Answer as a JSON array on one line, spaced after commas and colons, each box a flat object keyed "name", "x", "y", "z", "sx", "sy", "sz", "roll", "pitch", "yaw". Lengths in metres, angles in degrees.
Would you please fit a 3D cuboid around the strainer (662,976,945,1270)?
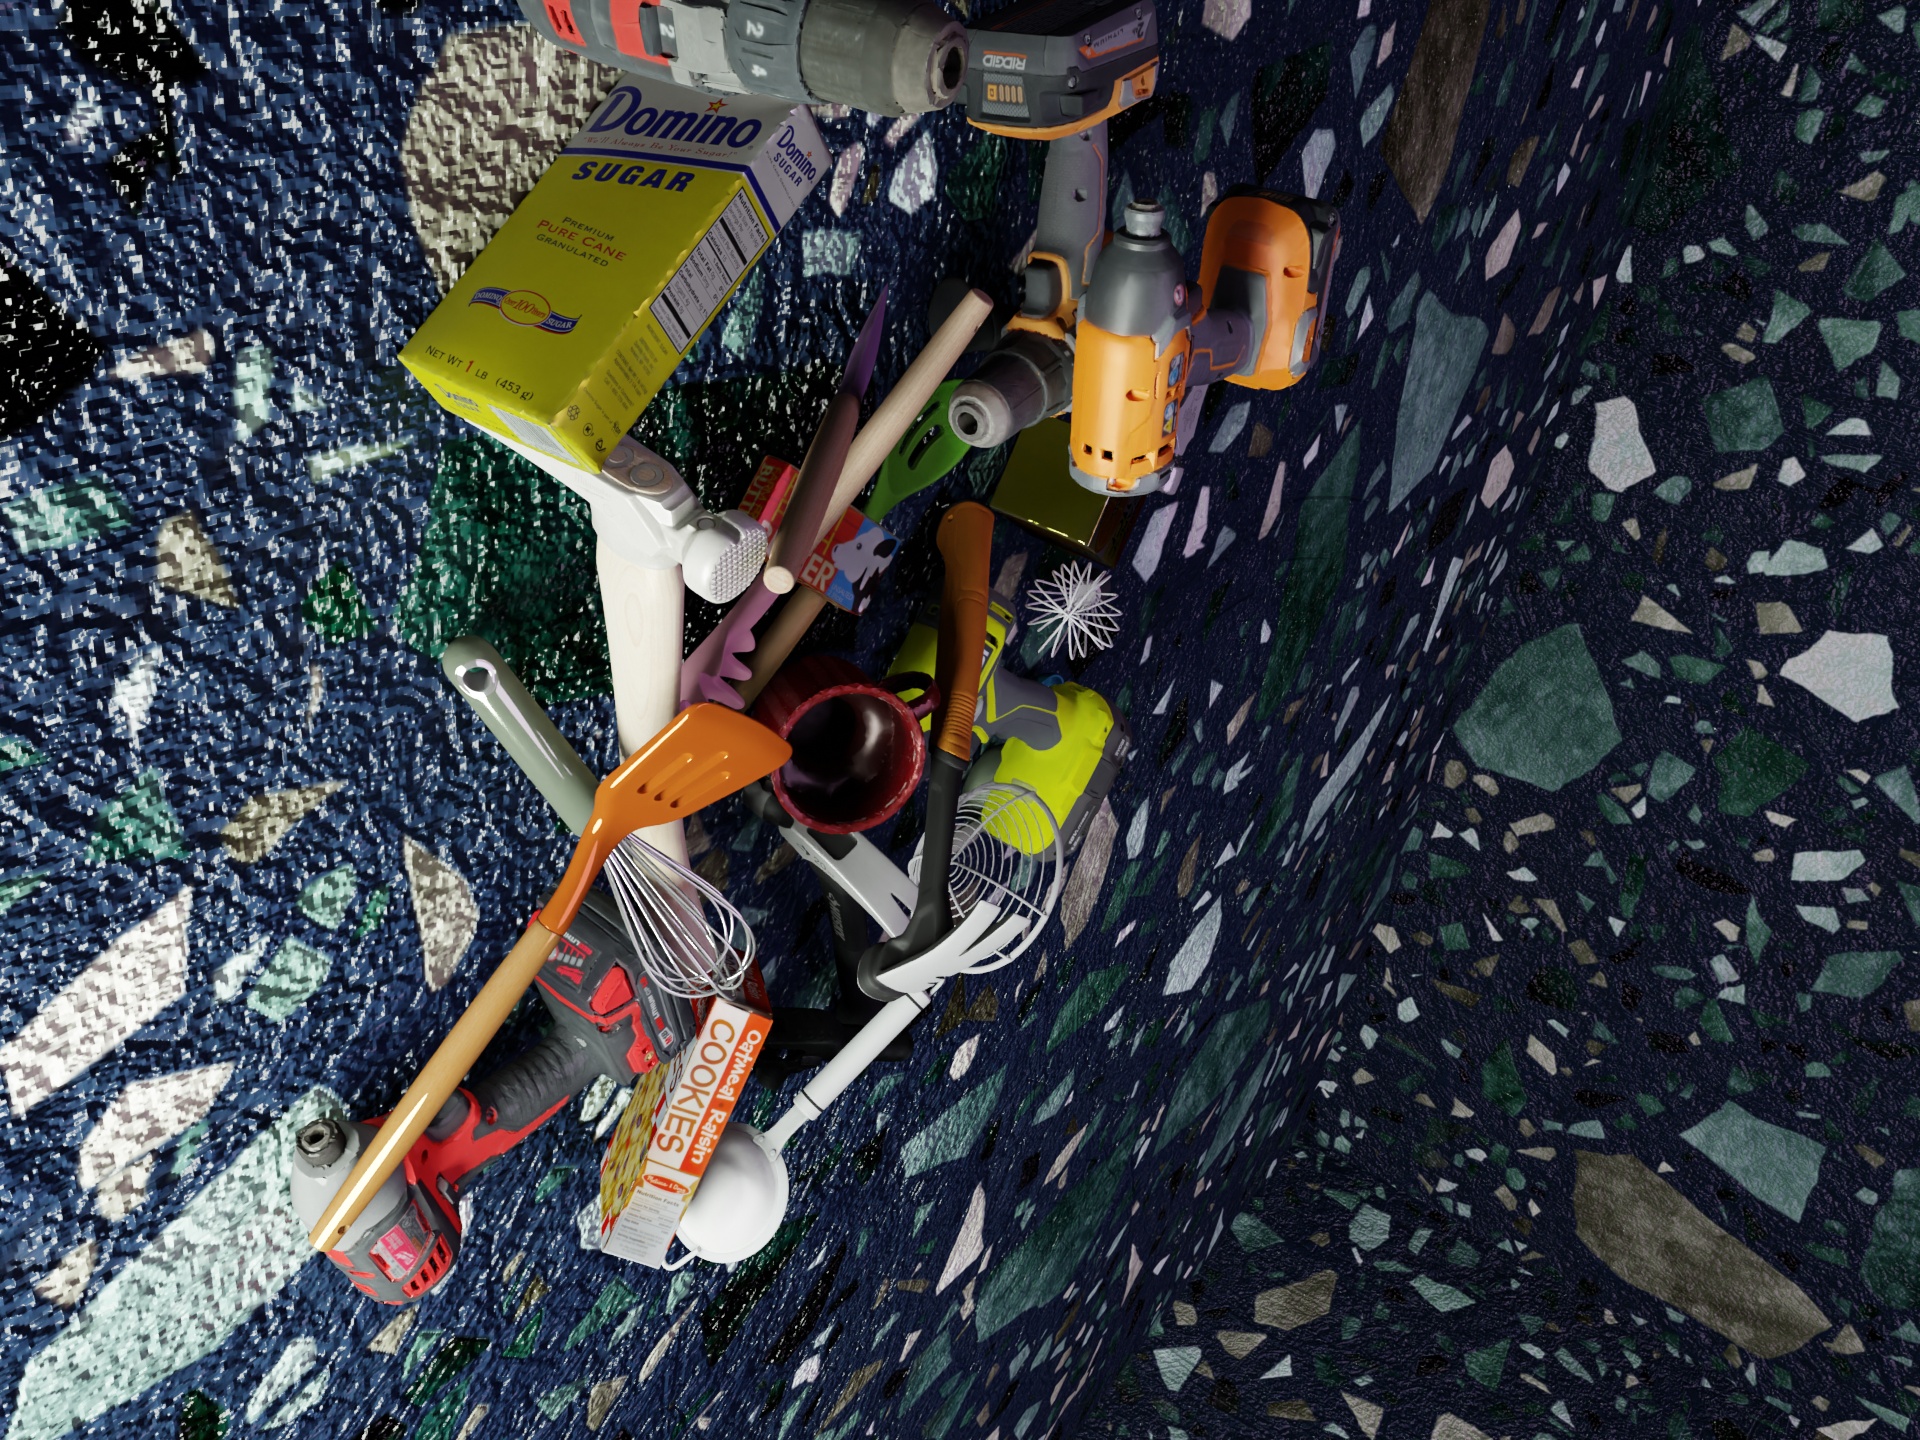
[{"name": "strainer", "x": -0.104, "y": 0.249, "z": 1.012, "sx": 0.258, "sy": 0.087, "sz": 0.050, "roll": -45, "pitch": 154, "yaw": -8}]

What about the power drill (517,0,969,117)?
[{"name": "power drill", "x": -0.040, "y": -0.310, "z": 0.635, "sx": 0.227, "sy": 0.188, "sz": 0.080, "roll": -48, "pitch": 152, "yaw": -37}]

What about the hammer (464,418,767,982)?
[{"name": "hammer", "x": -0.166, "y": 0.013, "z": 0.816, "sx": 0.038, "sy": 0.146, "sz": 0.410, "roll": -45, "pitch": 159, "yaw": -33}]

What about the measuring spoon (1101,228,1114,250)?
[{"name": "measuring spoon", "x": 0.089, "y": -0.321, "z": 1.064, "sx": 0.117, "sy": 0.011, "sz": 0.021, "roll": -11, "pitch": 123, "yaw": -59}]

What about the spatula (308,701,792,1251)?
[{"name": "spatula", "x": -0.201, "y": 0.121, "z": 0.742, "sx": 0.322, "sy": 0.041, "sz": 0.081, "roll": -54, "pitch": 148, "yaw": 1}]

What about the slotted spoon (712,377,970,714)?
[{"name": "slotted spoon", "x": -0.085, "y": -0.082, "z": 0.947, "sx": 0.314, "sy": 0.031, "sz": 0.070, "roll": -55, "pitch": 149, "yaw": -13}]

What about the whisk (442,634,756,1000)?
[{"name": "whisk", "x": -0.176, "y": 0.054, "z": 0.788, "sx": 0.058, "sy": 0.059, "sz": 0.246, "roll": -31, "pitch": 121, "yaw": 0}]

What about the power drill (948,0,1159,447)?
[{"name": "power drill", "x": 0.047, "y": -0.279, "z": 0.906, "sx": 0.185, "sy": 0.084, "sz": 0.226, "roll": -45, "pitch": 142, "yaw": -42}]

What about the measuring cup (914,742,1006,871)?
[{"name": "measuring cup", "x": 0.004, "y": 0.072, "z": 1.251, "sx": 0.167, "sy": 0.038, "sz": 0.083, "roll": -33, "pitch": 141, "yaw": -44}]

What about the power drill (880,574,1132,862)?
[{"name": "power drill", "x": 0.020, "y": 0.014, "z": 1.145, "sx": 0.223, "sy": 0.080, "sz": 0.171, "roll": 32, "pitch": 84, "yaw": -49}]

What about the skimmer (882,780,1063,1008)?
[{"name": "skimmer", "x": -0.005, "y": 0.163, "z": 1.155, "sx": 0.363, "sy": 0.090, "sz": 0.127, "roll": 107, "pitch": -20, "yaw": -61}]

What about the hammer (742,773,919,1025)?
[{"name": "hammer", "x": -0.072, "y": 0.159, "z": 1.105, "sx": 0.035, "sy": 0.146, "sz": 0.334, "roll": -43, "pitch": 157, "yaw": -22}]

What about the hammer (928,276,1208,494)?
[{"name": "hammer", "x": 0.091, "y": -0.250, "z": 1.111, "sx": 0.408, "sy": 0.036, "sz": 0.149, "roll": -3, "pitch": 115, "yaw": -61}]

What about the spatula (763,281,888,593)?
[{"name": "spatula", "x": -0.060, "y": -0.141, "z": 0.773, "sx": 0.316, "sy": 0.018, "sz": 0.059, "roll": -81, "pitch": -171, "yaw": -57}]

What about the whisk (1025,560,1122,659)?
[{"name": "whisk", "x": 0.088, "y": -0.088, "z": 1.160, "sx": 0.284, "sy": 0.070, "sz": 0.070, "roll": -49, "pitch": 160, "yaw": -78}]

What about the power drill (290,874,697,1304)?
[{"name": "power drill", "x": -0.250, "y": 0.194, "z": 0.842, "sx": 0.220, "sy": 0.079, "sz": 0.143, "roll": -45, "pitch": 149, "yaw": -29}]

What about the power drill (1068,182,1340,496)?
[{"name": "power drill", "x": 0.143, "y": -0.247, "z": 0.947, "sx": 0.226, "sy": 0.084, "sz": 0.164, "roll": -39, "pitch": 142, "yaw": -42}]

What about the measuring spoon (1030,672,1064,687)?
[{"name": "measuring spoon", "x": 0.037, "y": -0.022, "z": 1.254, "sx": 0.128, "sy": 0.021, "sz": 0.042, "roll": 1, "pitch": 114, "yaw": -53}]

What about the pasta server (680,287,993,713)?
[{"name": "pasta server", "x": -0.075, "y": -0.090, "z": 0.823, "sx": 0.316, "sy": 0.040, "sz": 0.060, "roll": -49, "pitch": 180, "yaw": 28}]

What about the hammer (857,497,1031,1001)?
[{"name": "hammer", "x": -0.002, "y": -0.003, "z": 0.965, "sx": 0.034, "sy": 0.127, "sz": 0.337, "roll": 24, "pitch": 52, "yaw": -27}]
